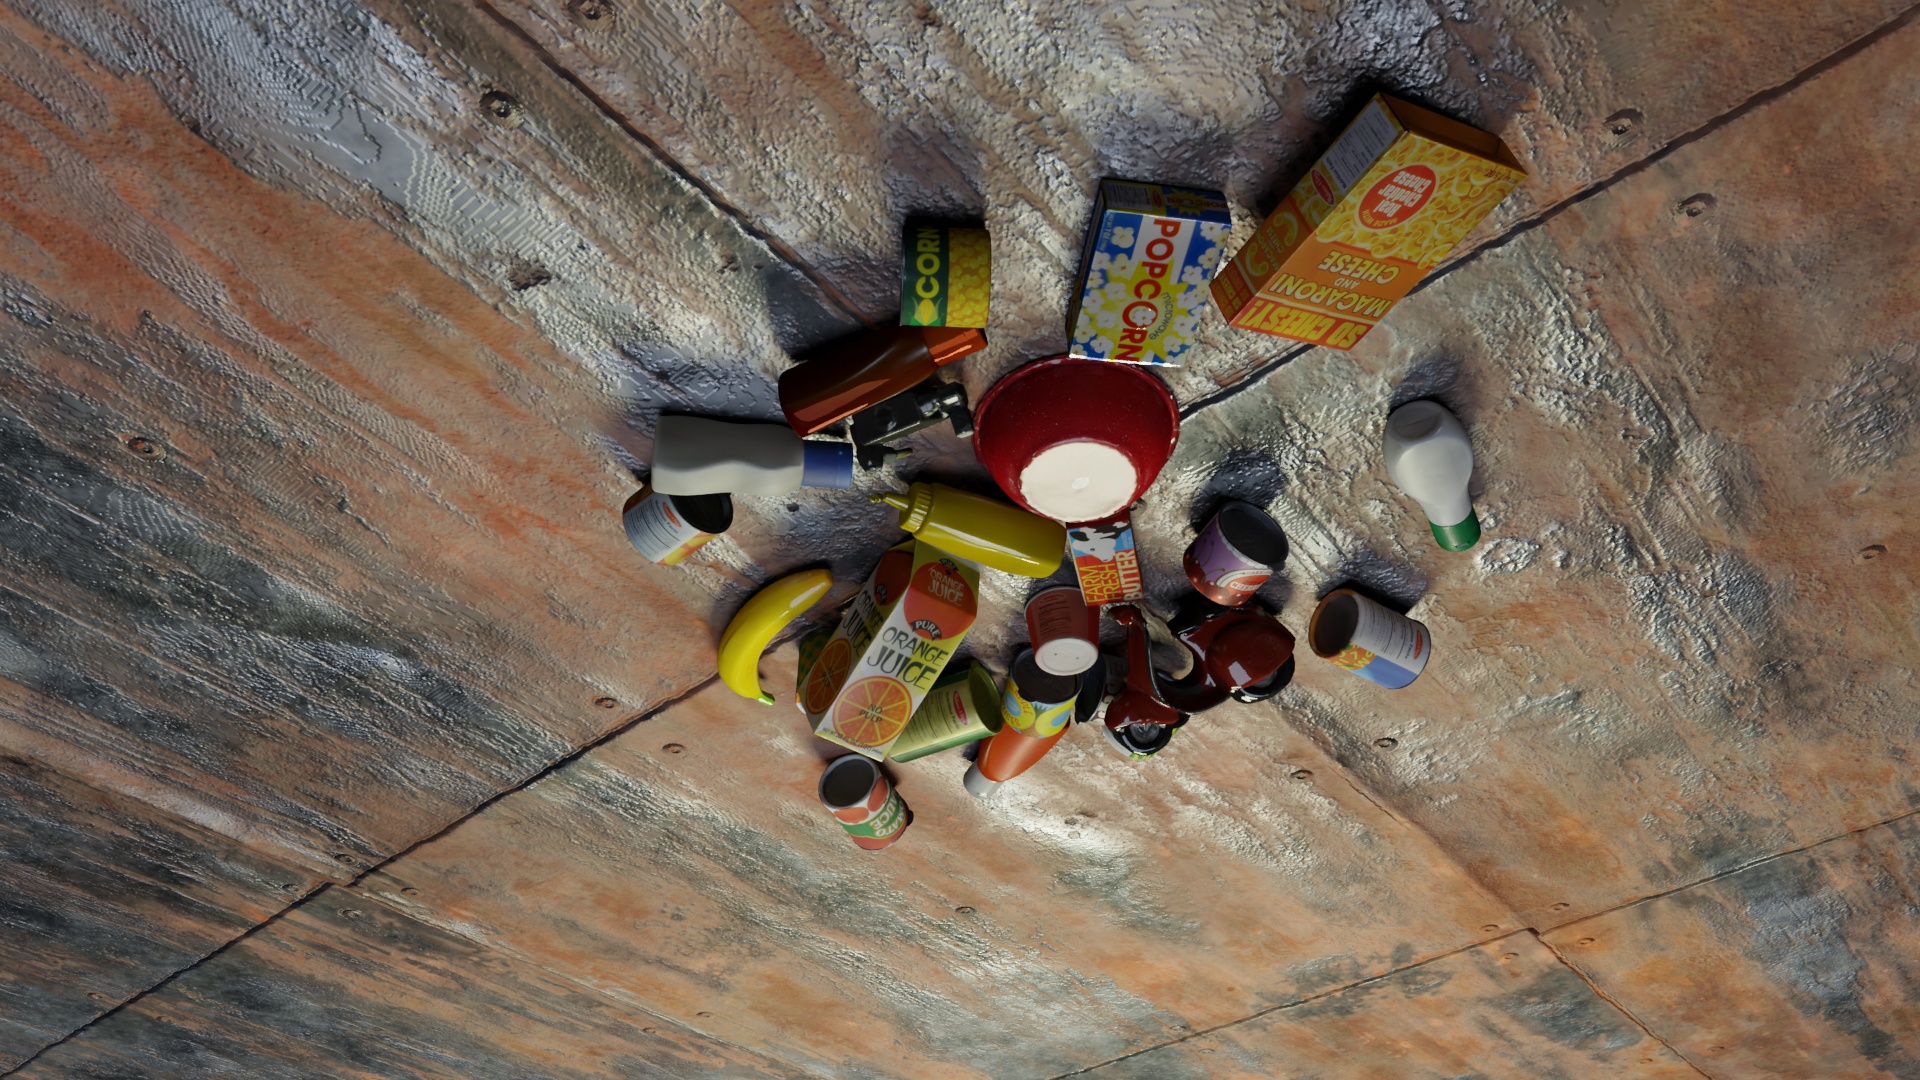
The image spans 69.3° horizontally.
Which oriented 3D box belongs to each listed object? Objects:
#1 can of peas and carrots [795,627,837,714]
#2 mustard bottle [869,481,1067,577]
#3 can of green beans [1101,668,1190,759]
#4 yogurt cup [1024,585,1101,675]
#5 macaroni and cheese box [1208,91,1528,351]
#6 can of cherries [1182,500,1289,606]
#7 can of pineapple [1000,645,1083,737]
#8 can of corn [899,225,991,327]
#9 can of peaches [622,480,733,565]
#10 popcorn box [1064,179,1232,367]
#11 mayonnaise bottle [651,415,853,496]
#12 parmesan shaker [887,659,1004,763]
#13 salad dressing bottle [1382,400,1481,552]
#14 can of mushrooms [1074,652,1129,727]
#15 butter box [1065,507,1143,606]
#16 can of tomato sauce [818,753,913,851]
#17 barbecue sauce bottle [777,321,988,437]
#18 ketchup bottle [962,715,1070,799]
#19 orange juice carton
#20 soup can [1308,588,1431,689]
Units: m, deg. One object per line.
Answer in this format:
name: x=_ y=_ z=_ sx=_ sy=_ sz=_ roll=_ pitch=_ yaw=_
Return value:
can of peas and carrots: x=-0.113 y=0.120 z=1.250 sx=0.071 sy=0.059 sz=0.070 roll=-1 pitch=138 yaw=0
mustard bottle: x=0.004 y=-0.014 z=1.105 sx=0.160 sy=0.049 sz=0.065 roll=19 pitch=163 yaw=-17
can of green beans: x=0.172 y=0.162 z=1.294 sx=0.071 sy=0.071 sz=0.057 roll=15 pitch=136 yaw=-17
yogurt cup: x=0.091 y=0.081 z=1.213 sx=0.072 sy=0.054 sz=0.072 roll=-1 pitch=137 yaw=-1
macaroni and cheese box: x=0.259 y=-0.198 z=0.893 sx=0.124 sy=0.040 sz=0.165 roll=5 pitch=142 yaw=-35
can of cherries: x=0.224 y=0.013 z=1.127 sx=0.071 sy=0.072 sz=0.058 roll=17 pitch=135 yaw=-18
can of pineapple: x=0.072 y=0.138 z=1.265 sx=0.071 sy=0.071 sz=0.057 roll=6 pitch=138 yaw=-8
can of corn: x=-0.011 y=-0.175 z=0.918 sx=0.058 sy=0.071 sz=0.070 roll=1 pitch=138 yaw=-4
can of peaches: x=-0.220 y=-0.022 z=1.089 sx=0.058 sy=0.071 sz=0.071 roll=-32 pitch=129 yaw=30
popcorn box: x=0.124 y=-0.178 z=0.939 sx=0.085 sy=0.038 sz=0.126 roll=4 pitch=138 yaw=-7
mayonnaise bottle: x=-0.156 y=-0.061 z=1.050 sx=0.148 sy=0.065 sz=0.041 roll=4 pitch=137 yaw=-10
parmesan shaker: x=-0.020 y=0.160 z=1.293 sx=0.103 sy=0.072 sz=0.071 roll=-21 pitch=134 yaw=22
salad dressing bottle: x=0.373 y=-0.046 z=1.085 sx=0.064 sy=0.044 sz=0.147 roll=-21 pitch=135 yaw=18
can of mushrooms: x=0.131 y=0.139 z=1.266 sx=0.033 sy=0.071 sz=0.070 roll=13 pitch=136 yaw=-17
butter box: x=0.121 y=0.013 z=1.160 sx=0.053 sy=0.024 sz=0.103 roll=-9 pitch=137 yaw=10
can of tomato sauce: x=-0.096 y=0.264 z=1.402 sx=0.071 sy=0.071 sz=0.082 roll=-15 pitch=135 yaw=15
barbecue sauce bottle: x=-0.055 y=-0.125 z=0.982 sx=0.148 sy=0.065 sz=0.043 roll=-23 pitch=123 yaw=10
ketchup bottle: x=0.048 y=0.202 z=1.353 sx=0.065 sy=0.044 sz=0.148 roll=17 pitch=135 yaw=-17
orange juice carton: x=-0.053 y=0.080 z=1.165 sx=0.072 sy=0.073 sz=0.192 roll=28 pitch=101 yaw=-27
soup can: x=0.355 y=0.087 z=1.215 sx=0.084 sy=0.072 sz=0.071 roll=24 pitch=132 yaw=-23
